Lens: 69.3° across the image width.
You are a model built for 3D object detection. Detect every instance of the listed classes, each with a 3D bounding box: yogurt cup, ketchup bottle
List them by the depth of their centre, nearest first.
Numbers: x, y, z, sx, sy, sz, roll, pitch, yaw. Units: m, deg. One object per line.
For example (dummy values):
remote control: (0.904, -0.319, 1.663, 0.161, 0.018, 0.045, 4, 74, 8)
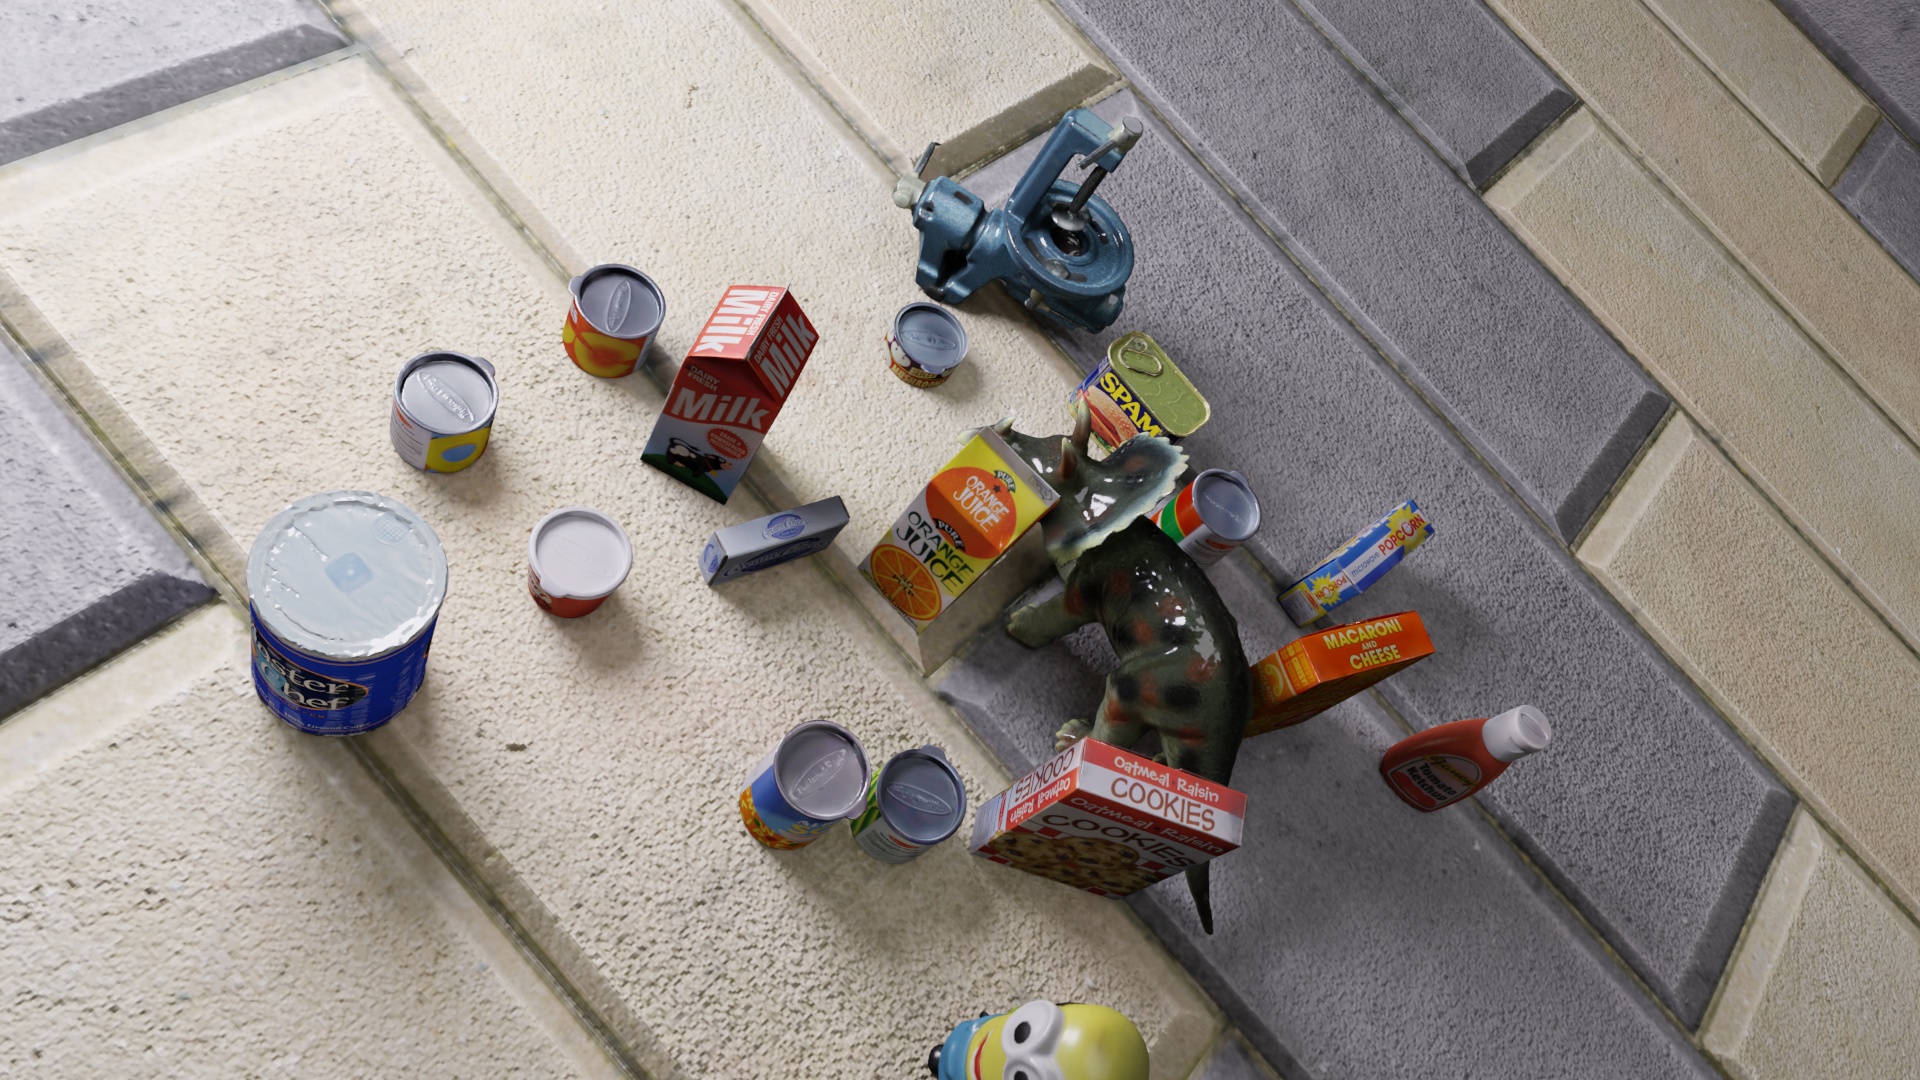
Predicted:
yogurt cup: (-0.261, 0.018, 0.939, 0.072, 0.053, 0.073, 12, 60, -21)
ketchup bottle: (0.413, 0.174, 1.130, 0.065, 0.148, 0.044, 42, 54, -1)

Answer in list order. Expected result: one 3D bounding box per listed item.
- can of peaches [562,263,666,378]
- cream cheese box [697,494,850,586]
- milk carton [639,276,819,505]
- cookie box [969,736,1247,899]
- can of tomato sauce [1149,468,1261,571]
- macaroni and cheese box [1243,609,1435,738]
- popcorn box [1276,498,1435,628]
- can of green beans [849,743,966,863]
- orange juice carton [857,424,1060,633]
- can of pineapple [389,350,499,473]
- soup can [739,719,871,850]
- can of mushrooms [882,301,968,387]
can of peaches: (-0.261, -0.164, 1.034, 0.071, 0.057, 0.071, 12, 60, -21)
cream cheese box: (-0.136, 0.000, 1.011, 0.104, 0.053, 0.024, -18, 74, -33)
milk carton: (-0.159, -0.108, 0.973, 0.073, 0.189, 0.073, 29, 55, -10)
cookie box: (0.097, 0.194, 0.952, 0.123, 0.166, 0.040, 21, 57, -15)
can of tomato sauce: (0.202, -0.014, 1.167, 0.071, 0.082, 0.071, 12, 60, -21)
macaroni and cheese box: (0.265, 0.110, 1.081, 0.124, 0.165, 0.040, -9, 69, -30)
popcorn box: (0.347, 0.021, 1.219, 0.127, 0.085, 0.038, -31, 81, -35)
can of green beans: (-0.037, 0.184, 0.958, 0.071, 0.057, 0.071, 12, 60, -21)
orange juice carton: (0.004, -0.013, 1.001, 0.072, 0.191, 0.073, 47, 54, 3)
can of pineapple: (-0.351, -0.088, 0.949, 0.071, 0.057, 0.071, 12, 60, -21)
soup can: (-0.102, 0.166, 0.920, 0.071, 0.083, 0.071, 12, 60, -21)
can of mushrooms: (-0.030, -0.161, 1.162, 0.071, 0.033, 0.071, 12, 60, -21)
